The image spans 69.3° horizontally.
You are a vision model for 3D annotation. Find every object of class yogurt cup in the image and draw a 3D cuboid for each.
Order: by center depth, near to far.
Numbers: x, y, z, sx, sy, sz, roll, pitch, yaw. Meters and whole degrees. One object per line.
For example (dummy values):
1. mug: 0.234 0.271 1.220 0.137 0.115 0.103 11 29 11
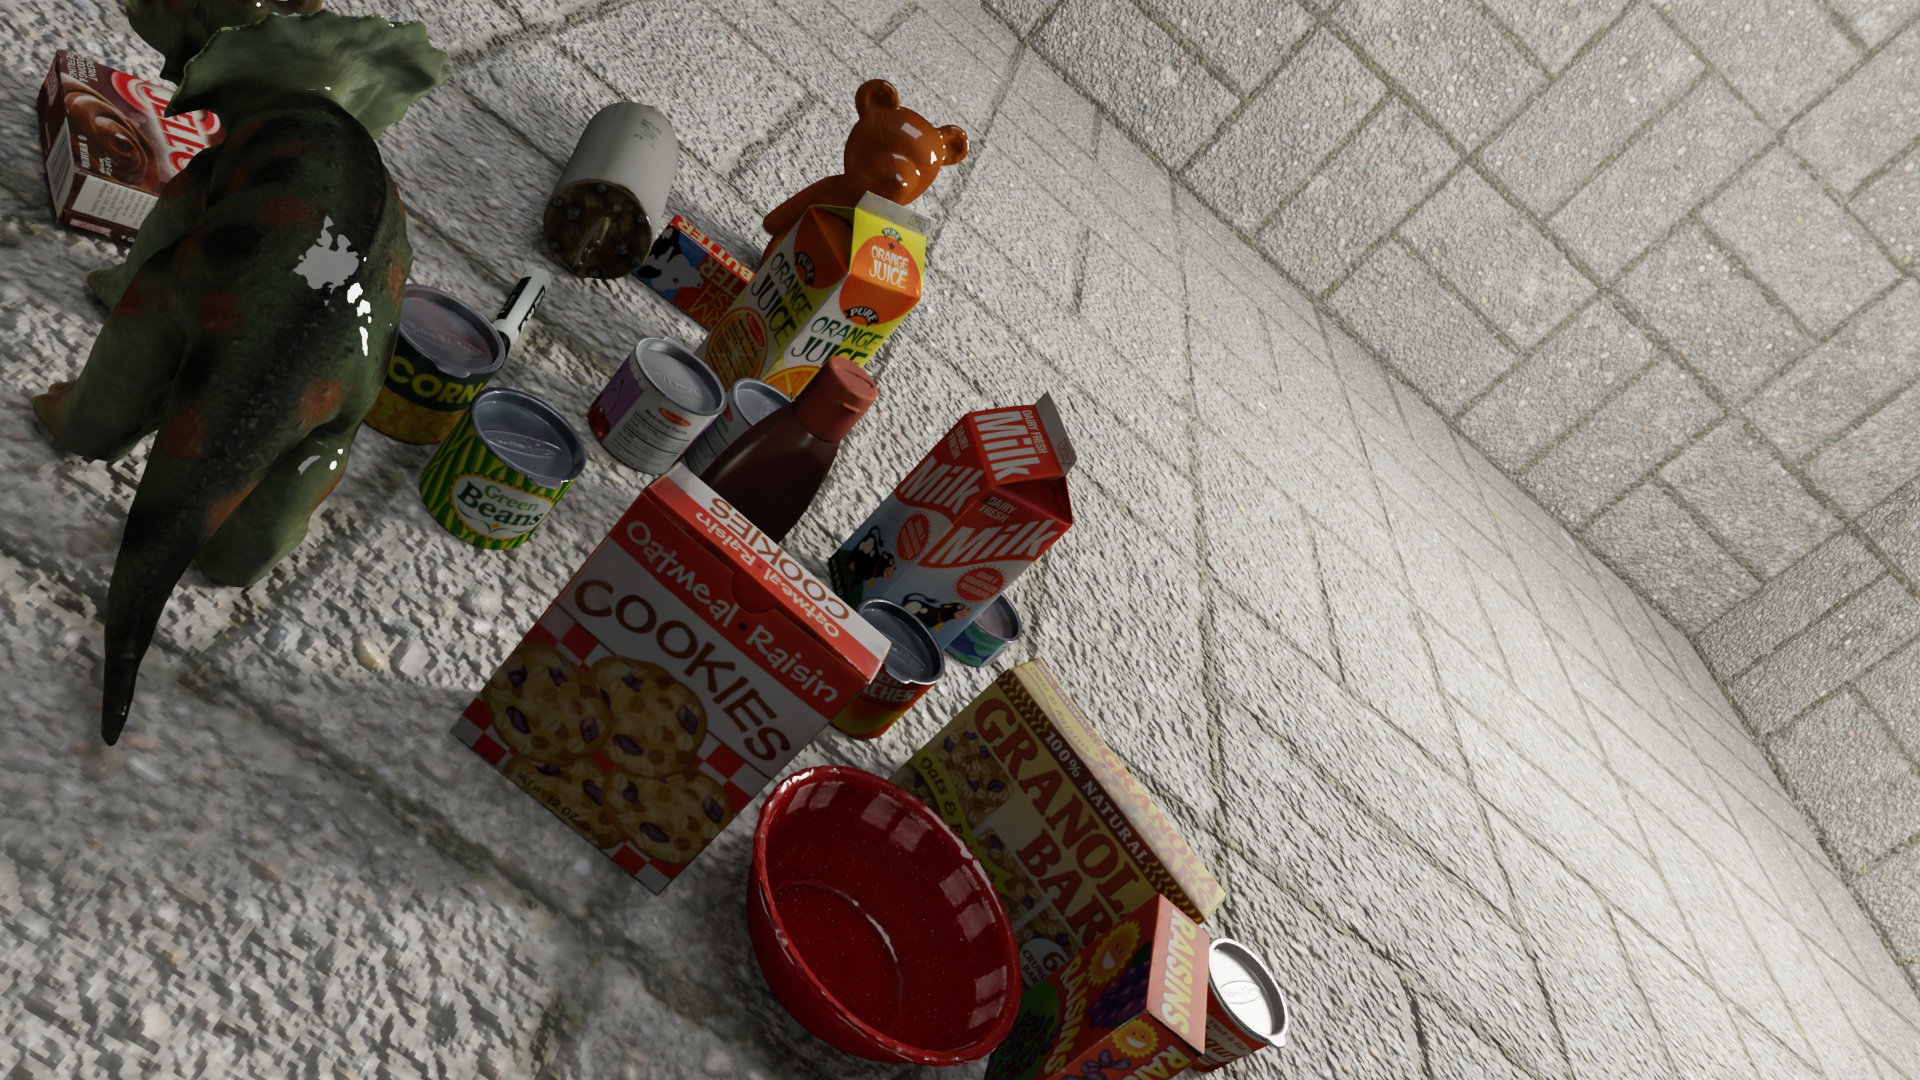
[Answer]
1. yogurt cup: 0.154 0.282 0.835 0.072 0.053 0.073 34 27 -20

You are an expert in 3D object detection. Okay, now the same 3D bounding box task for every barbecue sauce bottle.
1. barbecue sauce bottle: -0.108 -0.047 0.835 0.065 0.148 0.044 25 32 -35

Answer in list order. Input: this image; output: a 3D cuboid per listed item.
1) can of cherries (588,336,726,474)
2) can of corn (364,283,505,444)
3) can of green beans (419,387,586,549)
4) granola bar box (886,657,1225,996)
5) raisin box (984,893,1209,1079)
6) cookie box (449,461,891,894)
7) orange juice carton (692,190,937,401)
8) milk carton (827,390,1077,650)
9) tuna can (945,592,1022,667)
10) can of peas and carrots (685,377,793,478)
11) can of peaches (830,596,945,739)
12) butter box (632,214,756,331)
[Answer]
1. can of cherries: -0.191 -0.086 0.876 0.071 0.058 0.072 34 27 -20
2. can of corn: -0.289 -0.092 0.744 0.071 0.058 0.071 34 27 -20
3. can of green beans: -0.241 -0.037 0.732 0.071 0.057 0.071 34 27 -20
4. granola bar box: 0.046 0.167 0.768 0.166 0.123 0.039 52 26 15
5. raisin box: 0.067 0.243 0.685 0.040 0.123 0.086 41 26 -7
6. cookie box: -0.130 0.065 0.615 0.123 0.167 0.040 41 26 -7
7. orange juice carton: -0.098 -0.162 0.970 0.072 0.192 0.073 12 40 -49
8. milk carton: 0.003 -0.011 0.895 0.073 0.190 0.073 25 32 -36
9. tuna can: 0.007 0.054 0.985 0.071 0.032 0.071 34 27 -20
10. can of peas and carrots: -0.137 -0.063 0.920 0.071 0.058 0.071 34 27 -20
11. can of peaches: -0.053 0.078 0.833 0.071 0.058 0.071 34 27 -20
12. butter box: -0.188 -0.191 1.044 0.103 0.053 0.024 36 27 -16
